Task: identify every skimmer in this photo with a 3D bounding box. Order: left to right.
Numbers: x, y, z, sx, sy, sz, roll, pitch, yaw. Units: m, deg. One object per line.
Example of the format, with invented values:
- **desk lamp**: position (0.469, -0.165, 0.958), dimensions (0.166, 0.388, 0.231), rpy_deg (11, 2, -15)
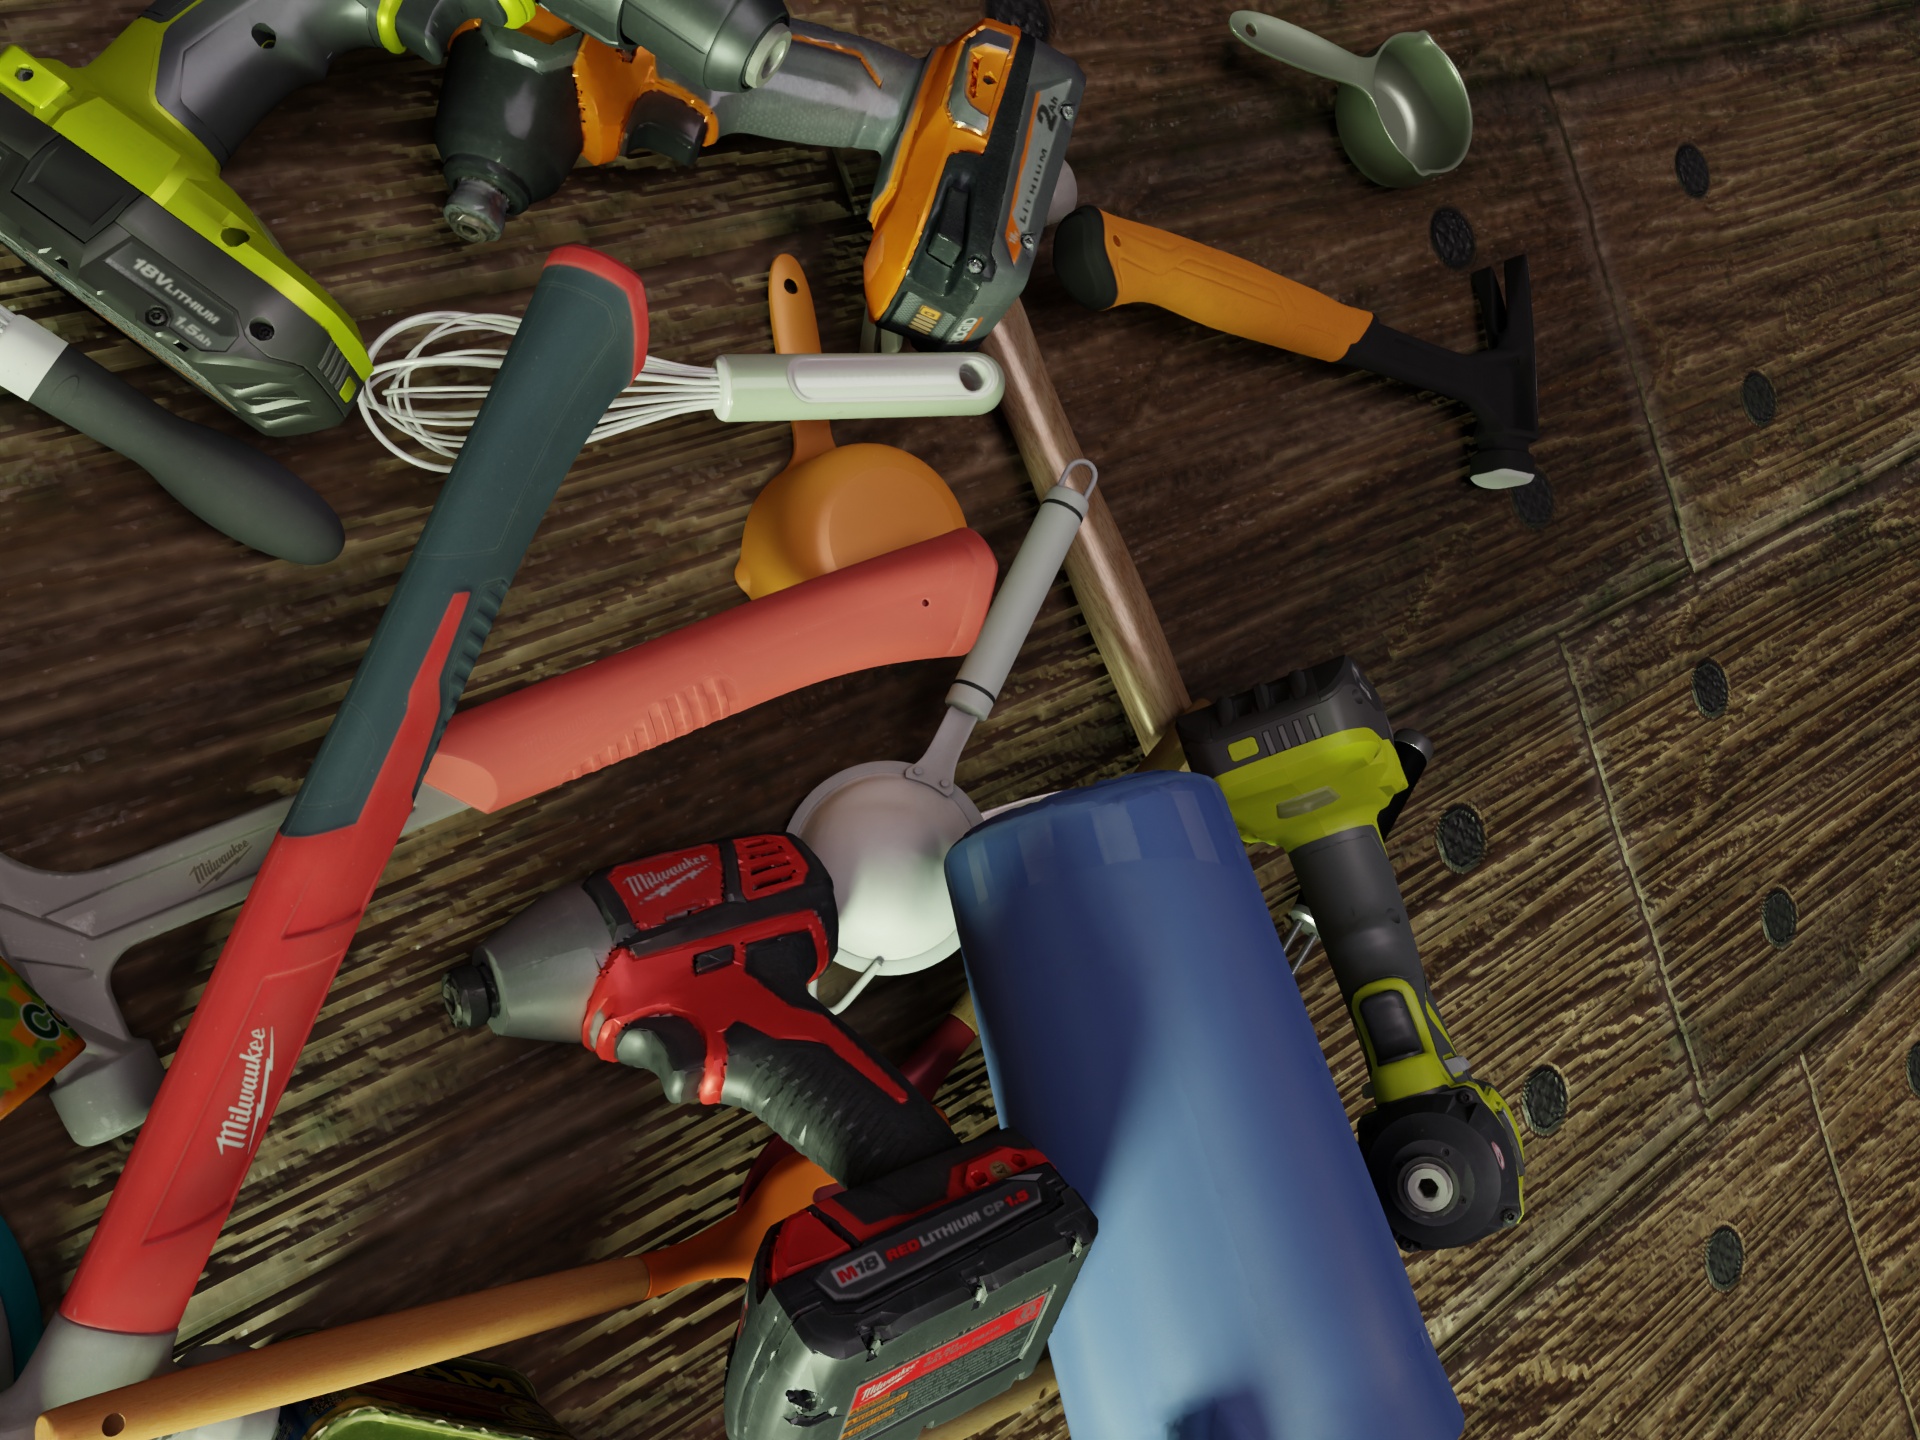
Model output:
- **skimmer**: position (0.151, 0.139, 0.719), dimensions (0.127, 0.090, 0.363), rpy_deg (46, 64, -17)

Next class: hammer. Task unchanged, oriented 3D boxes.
- **hammer**: position (-0.189, 0.024, 0.461), dimensions (0.143, 0.038, 0.386), rpy_deg (40, 67, -56)
- **hammer**: position (-0.150, -0.002, 0.547), dimensions (0.359, 0.037, 0.149), rpy_deg (-24, 98, -21)
- **hammer**: position (0.055, -0.084, 0.719), dimensions (0.130, 0.031, 0.331), rpy_deg (-29, 100, -31)
- **hammer**: position (0.179, -0.203, 0.788), dimensions (0.336, 0.034, 0.127), rpy_deg (5, 83, -38)

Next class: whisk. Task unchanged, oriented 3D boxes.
- **whisk**: position (-0.316, -0.129, 0.481), dimensions (0.284, 0.070, 0.070), rpy_deg (36, 67, -29)
- **whisk**: position (-0.097, -0.124, 0.592), dimensions (0.246, 0.059, 0.058), rpy_deg (-6, 83, -22)

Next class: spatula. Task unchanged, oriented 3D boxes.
- **spatula**: position (-0.119, 0.186, 0.516), dimensions (0.322, 0.041, 0.081), rpy_deg (4, 79, -49)

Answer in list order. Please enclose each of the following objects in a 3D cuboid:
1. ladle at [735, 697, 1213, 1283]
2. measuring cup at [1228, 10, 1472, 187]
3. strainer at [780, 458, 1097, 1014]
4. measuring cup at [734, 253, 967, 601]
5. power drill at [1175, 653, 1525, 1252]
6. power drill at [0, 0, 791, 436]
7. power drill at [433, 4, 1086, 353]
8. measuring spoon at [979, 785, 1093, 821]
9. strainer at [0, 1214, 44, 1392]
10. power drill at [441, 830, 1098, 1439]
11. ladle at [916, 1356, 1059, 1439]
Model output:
- **ladle**: position (0.016, 0.105, 0.660), dimensions (0.069, 0.031, 0.315), rpy_deg (46, 69, -15)
- **measuring cup**: position (0.197, -0.331, 0.833), dimensions (0.167, 0.038, 0.083), rpy_deg (9, 80, -29)
- **strainer**: position (-0.001, -0.002, 0.646), dimensions (0.087, 0.050, 0.258), rpy_deg (24, 73, 6)
- **measuring cup**: position (-0.046, -0.110, 0.645), dimensions (0.095, 0.052, 0.173), rpy_deg (-12, 93, -32)
- **power drill**: position (0.164, 0.095, 0.640), dimensions (0.171, 0.080, 0.223), rpy_deg (24, 46, -68)
- **power drill**: position (-0.185, -0.208, 0.507), dimensions (0.190, 0.080, 0.228), rpy_deg (36, 80, -2)
- **power drill**: position (-0.080, -0.223, 0.606), dimensions (0.226, 0.084, 0.164), rpy_deg (20, 75, -13)
- **measuring spoon**: position (0.014, 0.047, 0.669), dimensions (0.124, 0.018, 0.034), rpy_deg (-11, 82, -14)
- **strainer**: position (-0.312, 0.245, 0.416), dimensions (0.211, 0.095, 0.340), rpy_deg (-45, 107, -28)
- **power drill**: position (-0.070, 0.127, 0.526), dimensions (0.143, 0.220, 0.078), rpy_deg (-12, 133, -36)
- **ladle**: position (-0.079, 0.302, 0.579), dimensions (0.320, 0.062, 0.078), rpy_deg (-8, 120, -36)
